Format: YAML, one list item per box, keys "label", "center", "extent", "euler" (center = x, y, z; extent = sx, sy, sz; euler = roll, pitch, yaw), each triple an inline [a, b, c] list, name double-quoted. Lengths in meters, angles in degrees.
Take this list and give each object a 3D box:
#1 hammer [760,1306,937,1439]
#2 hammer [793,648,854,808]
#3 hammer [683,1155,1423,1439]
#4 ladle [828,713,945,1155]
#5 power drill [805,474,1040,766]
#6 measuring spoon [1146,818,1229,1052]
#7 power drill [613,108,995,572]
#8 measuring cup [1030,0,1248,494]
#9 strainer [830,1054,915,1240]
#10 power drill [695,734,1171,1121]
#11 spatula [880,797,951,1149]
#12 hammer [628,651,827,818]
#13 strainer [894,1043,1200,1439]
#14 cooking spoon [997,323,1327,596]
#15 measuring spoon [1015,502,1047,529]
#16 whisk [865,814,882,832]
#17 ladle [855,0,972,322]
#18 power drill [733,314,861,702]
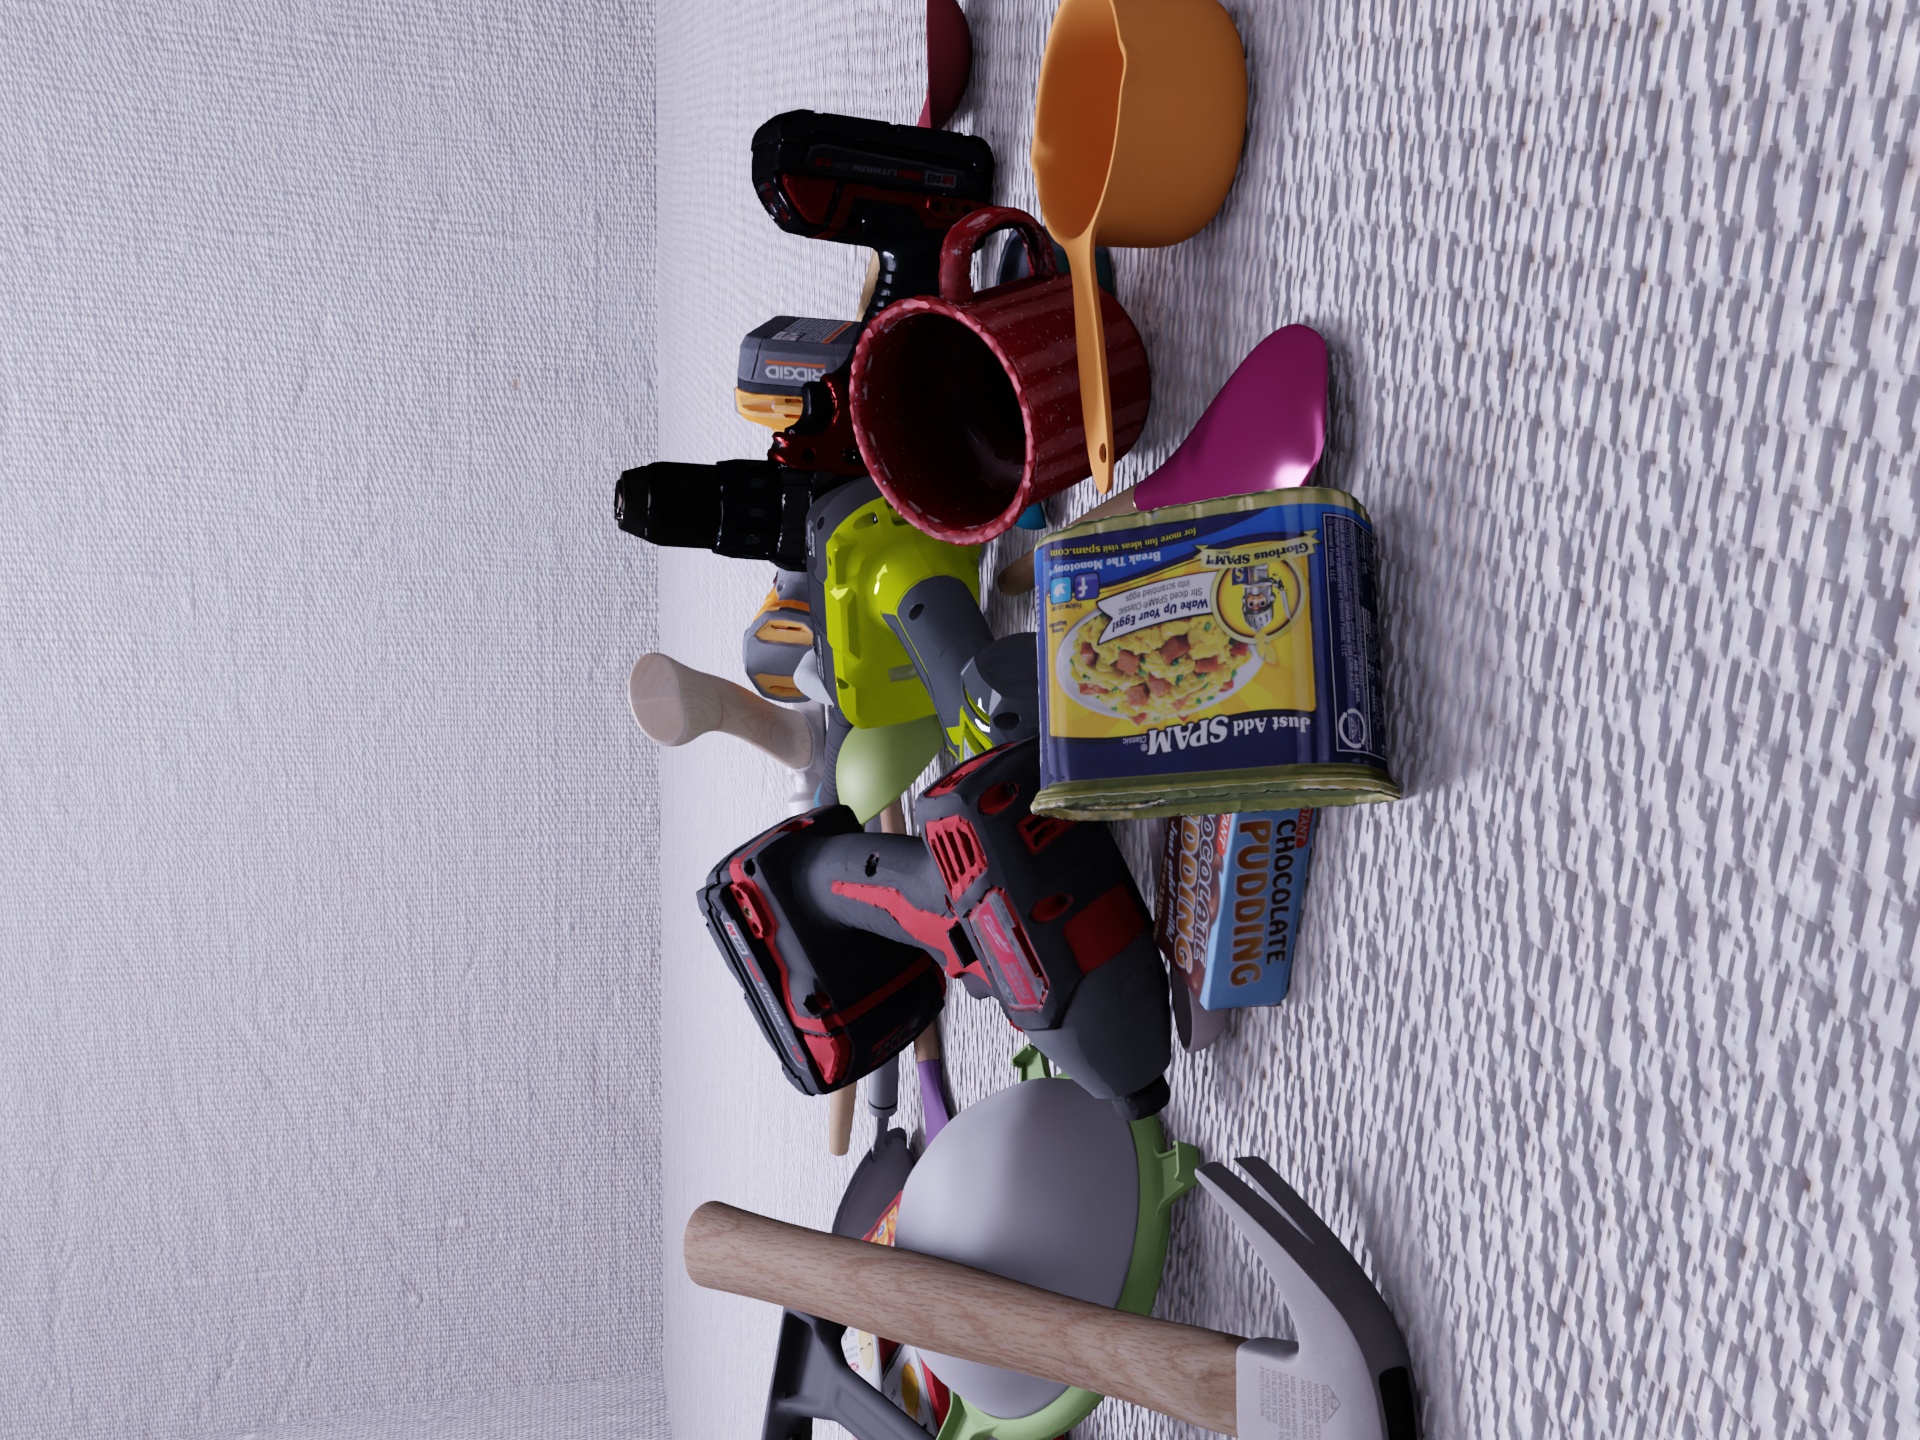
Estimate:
- label: "hammer"
  center: [0.006, 0.341, 0.667]
  extent: [0.337, 0.034, 0.127]
  euler: [5, 83, 57]
- label: "hammer"
  center: [-0.070, -0.008, 1.008]
  extent: [0.330, 0.033, 0.128]
  euler: [108, -172, -66]
- label: "hammer"
  center: [0.008, 0.207, 0.559]
  extent: [0.331, 0.031, 0.130]
  euler: [-5, 81, 45]
- label: "ladle"
  center: [-0.052, 0.137, 0.965]
  extent: [0.078, 0.062, 0.320]
  euler: [-76, -7, -65]
- label: "power drill"
  center: [-0.001, -0.002, 0.733]
  extent: [0.223, 0.080, 0.171]
  euler: [-122, 25, -47]
- label: "measuring spoon"
  center: [0.083, 0.063, 0.588]
  extent: [0.034, 0.018, 0.124]
  euler: [91, 175, -55]
- label: "power drill"
  center: [-0.076, -0.185, 0.810]
  extent: [0.080, 0.187, 0.226]
  euler: [-141, 54, -69]
- label: "measuring cup"
  center: [0.065, -0.165, 0.548]
  extent: [0.095, 0.052, 0.173]
  euler: [-179, 86, -74]
- label: "strainer"
  center: [-0.047, 0.245, 0.984]
  extent: [0.087, 0.050, 0.258]
  euler: [-38, -42, -50]
- label: "power drill"
  center: [-0.007, 0.091, 0.634]
  extent: [0.220, 0.078, 0.143]
  euler: [-17, 101, 54]
- label: "spatula"
  center: [-0.022, 0.181, 0.963]
  extent: [0.059, 0.018, 0.316]
  euler: [126, 139, -60]
- label: "hammer"
  center: [-0.145, -0.012, 1.069]
  extent: [0.410, 0.038, 0.146]
  euler: [40, -137, -81]
- label: "strainer"
  center: [-0.008, 0.251, 0.634]
  extent: [0.256, 0.069, 0.151]
  euler: [-65, 22, -5]
- label: "cooking spoon"
  center: [0.064, -0.080, 0.615]
  extent: [0.319, 0.017, 0.069]
  euler: [160, 114, -74]
- label: "measuring spoon"
  center: [0.010, -0.141, 0.706]
  extent: [0.042, 0.021, 0.128]
  euler: [-91, -18, -64]
- label: "whisk"
  center: [-0.080, 0.121, 1.114]
  extent: [0.055, 0.055, 0.238]
  euler: [-107, 25, -44]
- label: "ladle"
  center: [-0.035, -0.305, 0.934]
  extent: [0.315, 0.031, 0.069]
  euler: [124, 151, -68]
- label: "power drill"
  center: [-0.094, -0.145, 1.039]
  extent: [0.185, 0.084, 0.226]
  euler: [-75, -11, -68]
